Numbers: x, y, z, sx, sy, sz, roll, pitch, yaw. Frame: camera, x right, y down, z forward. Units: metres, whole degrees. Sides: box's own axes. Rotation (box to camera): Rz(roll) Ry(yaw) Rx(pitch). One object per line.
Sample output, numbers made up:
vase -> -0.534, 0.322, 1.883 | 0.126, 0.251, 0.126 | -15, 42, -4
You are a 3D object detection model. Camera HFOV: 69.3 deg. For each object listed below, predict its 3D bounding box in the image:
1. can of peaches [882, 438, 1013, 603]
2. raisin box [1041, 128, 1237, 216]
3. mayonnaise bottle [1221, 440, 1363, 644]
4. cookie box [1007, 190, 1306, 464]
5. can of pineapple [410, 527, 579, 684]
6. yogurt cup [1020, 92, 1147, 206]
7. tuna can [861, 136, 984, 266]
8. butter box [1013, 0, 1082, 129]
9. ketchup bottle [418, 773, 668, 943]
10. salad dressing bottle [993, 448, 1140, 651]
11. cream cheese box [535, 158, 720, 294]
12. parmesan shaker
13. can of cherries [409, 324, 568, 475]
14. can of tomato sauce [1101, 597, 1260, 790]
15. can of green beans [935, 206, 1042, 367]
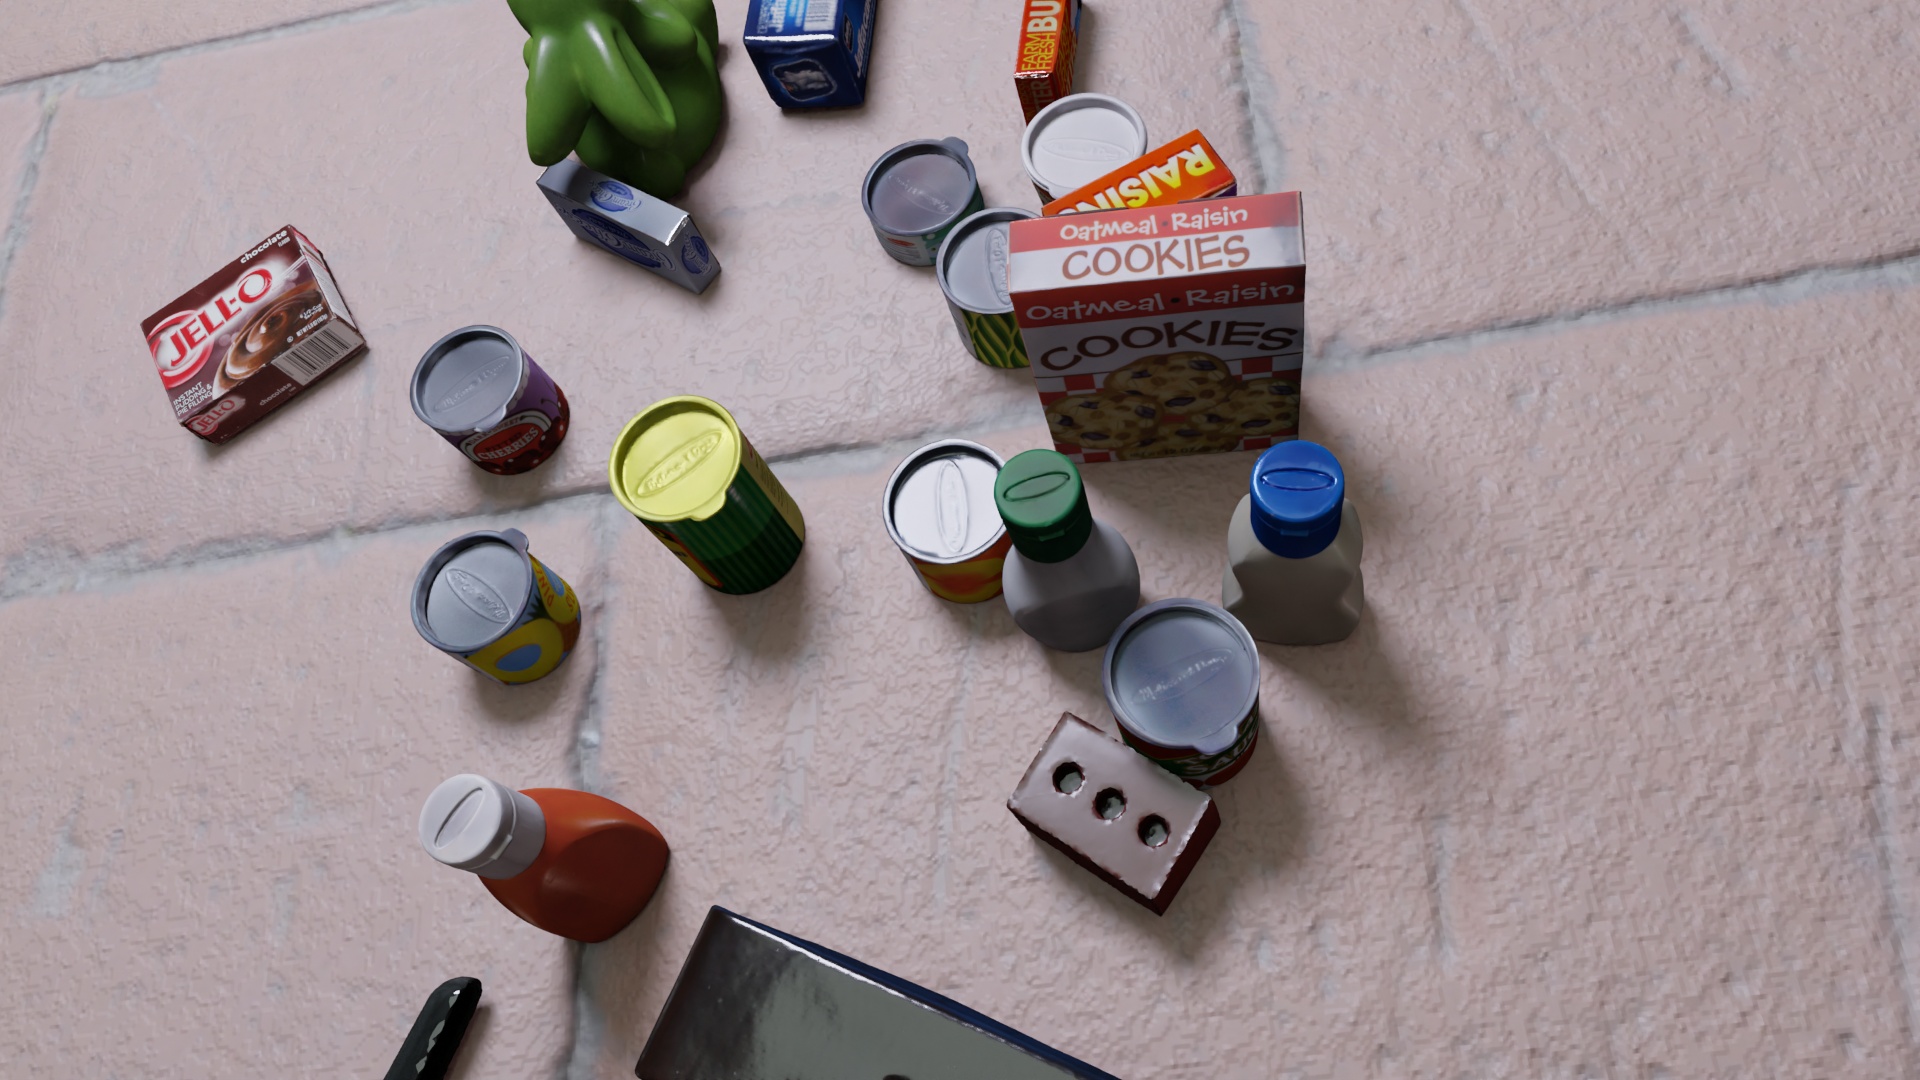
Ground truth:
can of peaches -> 0.002, -0.009, 0.689 | 0.071, 0.058, 0.071 | -4, 66, 10
raisin box -> 0.092, -0.135, 0.689 | 0.086, 0.123, 0.040 | -26, 64, 0
mayonnaise bottle -> 0.145, 0.005, 0.603 | 0.065, 0.147, 0.041 | 3, 68, 13
cookie box -> 0.095, -0.093, 0.646 | 0.123, 0.167, 0.040 | -4, 66, 10
can of pineapple -> -0.238, 0.035, 0.721 | 0.071, 0.057, 0.071 | -4, 66, 10
yogurt cup -> 0.070, -0.202, 0.762 | 0.072, 0.053, 0.072 | -4, 66, 10
tuna can -> -0.019, -0.193, 0.788 | 0.071, 0.032, 0.071 | -4, 66, 10
butter box -> 0.052, -0.293, 0.806 | 0.024, 0.053, 0.104 | 3, 68, 13
ketchup bottle -> -0.182, 0.138, 0.613 | 0.043, 0.148, 0.065 | 30, 76, 22
salad dressing bottle -> 0.046, 0.007, 0.624 | 0.064, 0.147, 0.044 | -17, 65, 5
cream cheese box -> -0.193, -0.184, 0.810 | 0.104, 0.053, 0.024 | 27, 75, 21
parmesan shaker -> -0.123, -0.018, 0.694 | 0.071, 0.102, 0.071 | -4, 66, 10
can of cherries -> -0.260, -0.075, 0.773 | 0.071, 0.058, 0.072 | -4, 66, 10
can of tomato sauce -> 0.101, 0.072, 0.619 | 0.071, 0.083, 0.071 | -4, 66, 10
can of green beans -> 0.025, -0.133, 0.739 | 0.071, 0.057, 0.071 | -4, 66, 10
